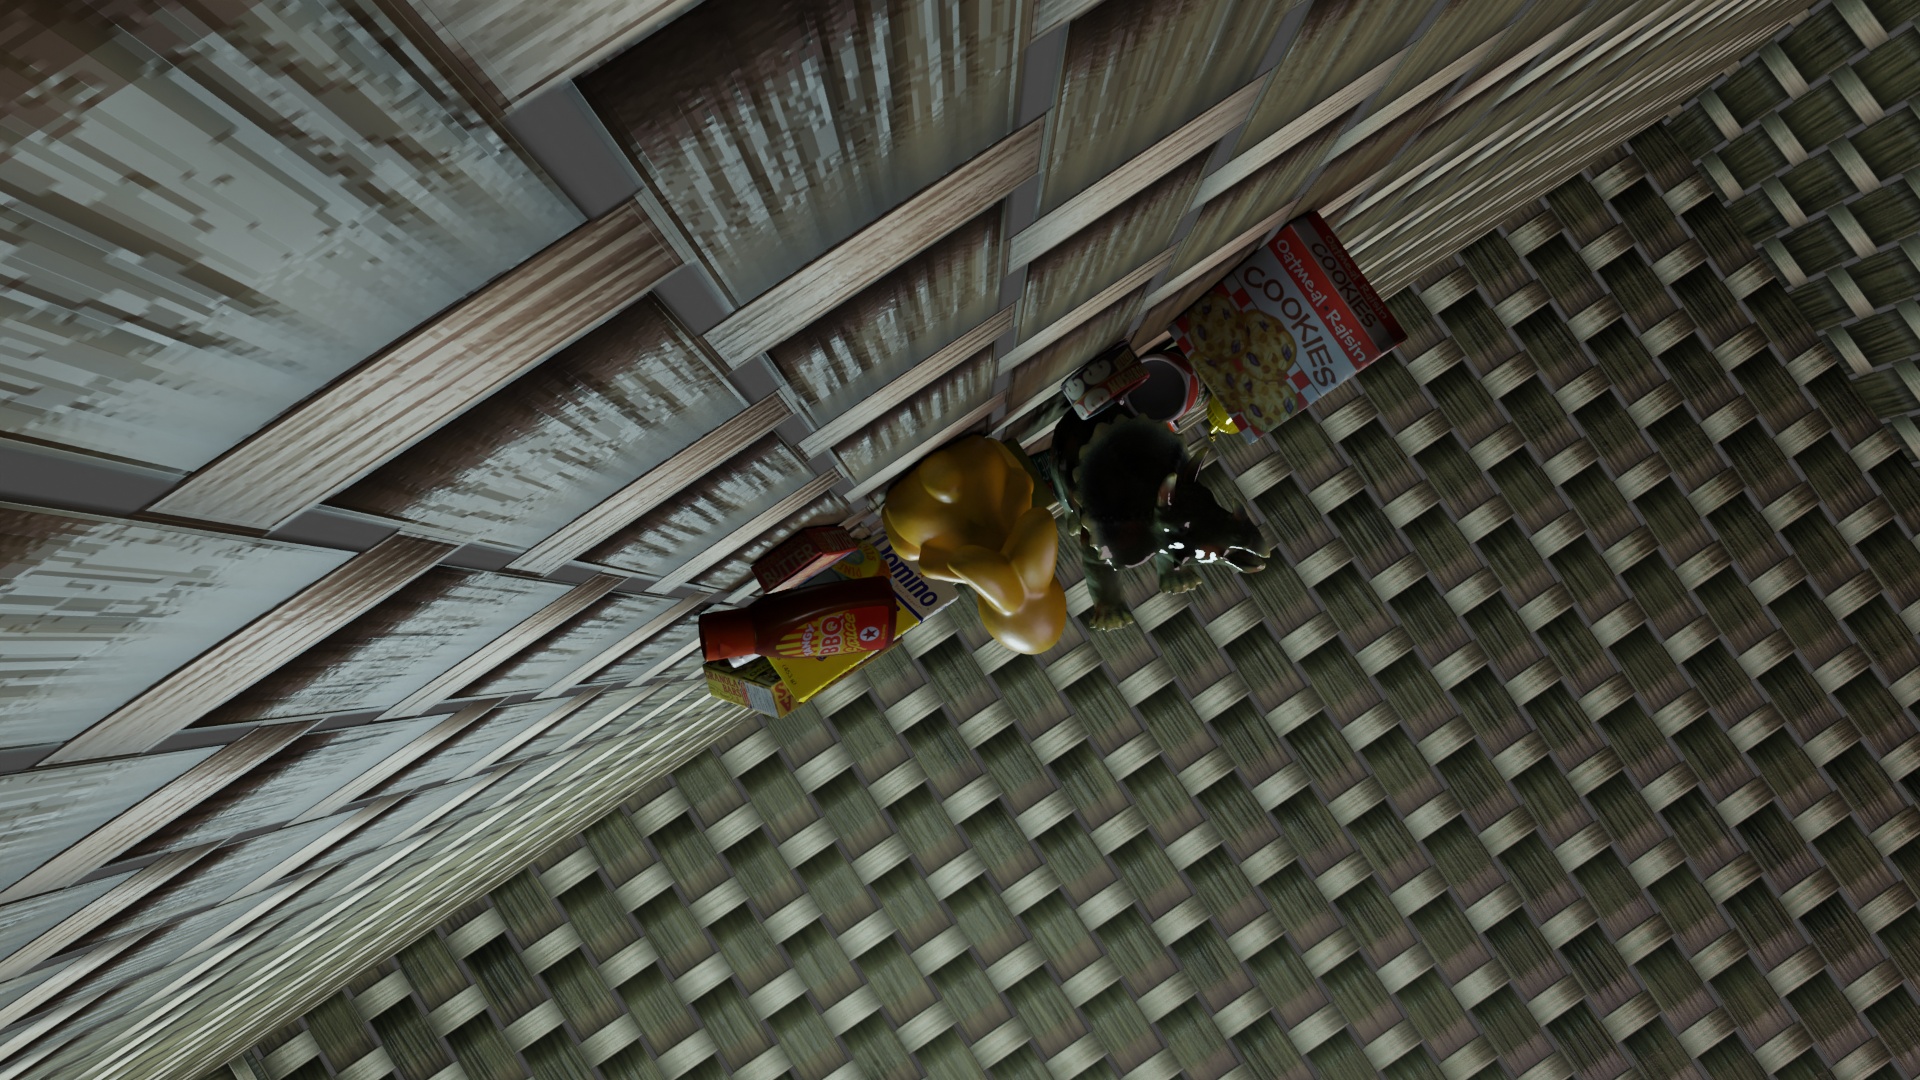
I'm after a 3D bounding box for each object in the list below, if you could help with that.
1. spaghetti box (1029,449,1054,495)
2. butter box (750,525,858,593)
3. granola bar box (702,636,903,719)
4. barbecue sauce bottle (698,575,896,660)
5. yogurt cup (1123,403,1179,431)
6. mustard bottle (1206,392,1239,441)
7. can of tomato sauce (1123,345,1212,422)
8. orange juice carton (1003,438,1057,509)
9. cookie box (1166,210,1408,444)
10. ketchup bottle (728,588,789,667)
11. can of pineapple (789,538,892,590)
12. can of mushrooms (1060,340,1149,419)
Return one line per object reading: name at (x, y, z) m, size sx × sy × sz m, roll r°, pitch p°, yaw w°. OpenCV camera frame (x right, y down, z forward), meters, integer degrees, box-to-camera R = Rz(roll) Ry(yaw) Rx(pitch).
spaghetti box at (0.074, -0.061, 1.483) m, size 0.028 × 0.050 × 0.251 m, roll -34°, pitch 177°, yaw 22°
butter box at (-0.114, 0.013, 1.026) m, size 0.053 × 0.024 × 0.103 m, roll -33°, pitch 176°, yaw 9°
granola bar box at (-0.161, 0.114, 1.415) m, size 0.166 × 0.039 × 0.124 m, roll -31°, pitch -154°, yaw -36°
barbecue sauce bottle at (-0.126, 0.065, 1.074) m, size 0.149 × 0.044 × 0.064 m, roll -7°, pitch 134°, yaw -18°
yogurt cup at (0.187, -0.133, 1.431) m, size 0.054 × 0.072 × 0.072 m, roll -26°, pitch 178°, yaw 15°
mustard bottle at (0.267, -0.143, 1.282) m, size 0.065 × 0.049 × 0.159 m, roll -18°, pitch 156°, yaw -37°
can of tomato sauce at (0.197, -0.145, 1.300) m, size 0.071 × 0.071 × 0.083 m, roll -36°, pitch 175°, yaw 29°
orange juice carton at (0.005, -0.016, 1.300) m, size 0.073 × 0.072 × 0.192 m, roll -30°, pitch 175°, yaw -32°
cookie box at (0.259, -0.168, 1.117) m, size 0.040 × 0.123 × 0.166 m, roll -32°, pitch 176°, yaw -34°
ketchup bottle at (-0.138, 0.063, 1.214) m, size 0.149 × 0.064 × 0.043 m, roll -26°, pitch -153°, yaw -7°
can of pineapple at (-0.098, 0.036, 1.150) m, size 0.070 × 0.071 × 0.058 m, roll -37°, pitch 175°, yaw 41°
can of mushrooms at (0.117, -0.129, 1.113) m, size 0.071 × 0.033 × 0.071 m, roll -33°, pitch 176°, yaw -3°
